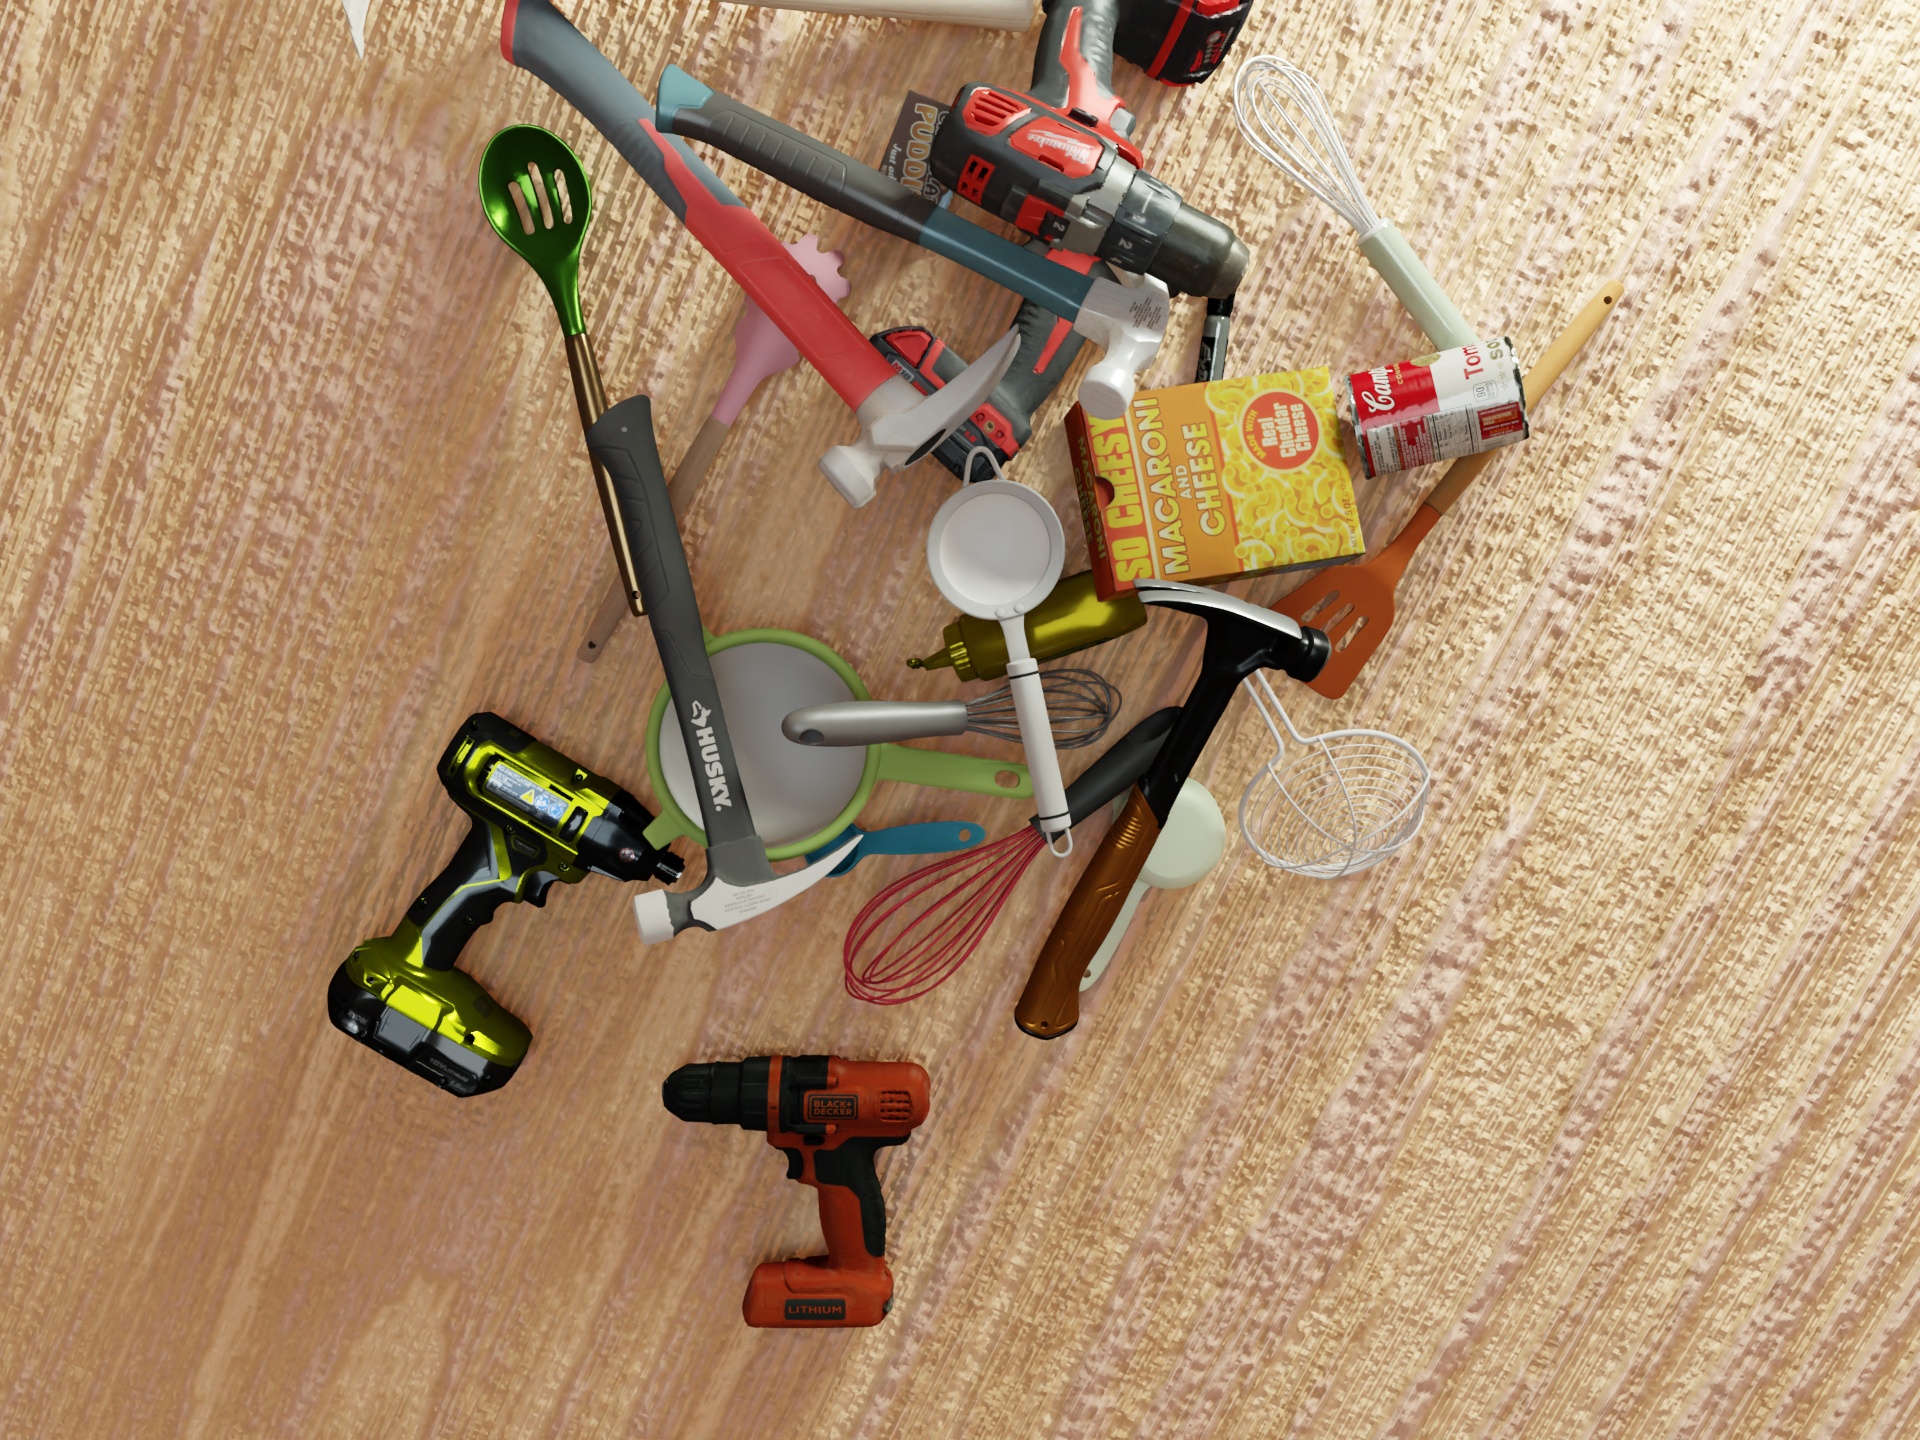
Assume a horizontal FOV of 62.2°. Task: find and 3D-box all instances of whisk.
[{"bbox_3d":[0.037,0.087,1.065,0.296,0.073,0.073,-39,97,0],"label":"whisk"},{"bbox_3d":[-0.001,-0.003,1.011,0.239,0.055,0.055,-4,101,-28],"label":"whisk"},{"bbox_3d":[0.256,-0.316,1.005,0.059,0.058,0.246,-46,102,-18],"label":"whisk"}]

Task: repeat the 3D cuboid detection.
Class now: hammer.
[{"bbox_3d":[0.105,0.069,1.021,0.127,0.034,0.336,18,115,-14],"label":"hammer"},{"bbox_3d":[-0.031,-0.292,0.920,0.331,0.033,0.128,27,58,2],"label":"hammer"},{"bbox_3d":[-0.166,-0.040,0.991,0.146,0.035,0.335,-14,87,-9],"label":"hammer"},{"bbox_3d":[-0.160,-0.446,0.961,0.410,0.038,0.146,4,65,-4],"label":"hammer"},{"bbox_3d":[-0.135,-0.313,0.960,0.143,0.038,0.386,-41,82,-1],"label":"hammer"}]

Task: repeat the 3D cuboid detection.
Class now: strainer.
[{"bbox_3d":[-0.079,0.025,1.052,0.256,0.069,0.151,9,84,-10],"label":"strainer"},{"bbox_3d":[0.035,-0.040,0.989,0.087,0.050,0.258,-13,93,-6],"label":"strainer"}]

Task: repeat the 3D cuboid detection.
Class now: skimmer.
[{"bbox_3d":[0.181,-0.056,1.054,0.127,0.090,0.363,-31,88,19],"label":"skimmer"}]

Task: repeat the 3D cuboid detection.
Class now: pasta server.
[{"bbox_3d":[-0.169,-0.173,1.039,0.060,0.040,0.316,31,102,-5],"label":"pasta server"}]

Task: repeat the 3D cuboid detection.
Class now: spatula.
[{"bbox_3d":[0.321,-0.157,1.043,0.081,0.041,0.322,39,93,-4],"label":"spatula"}]

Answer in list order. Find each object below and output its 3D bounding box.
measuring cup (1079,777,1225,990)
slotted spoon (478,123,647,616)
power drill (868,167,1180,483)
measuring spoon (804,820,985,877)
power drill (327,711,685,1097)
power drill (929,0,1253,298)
[{"bbox_3d":[0.120,0.116,1.078,0.083,0.038,0.167,28,96,-4],"label":"measuring cup"},{"bbox_3d":[-0.242,-0.220,1.019,0.070,0.031,0.313,-13,96,3],"label":"slotted spoon"},{"bbox_3d":[0.038,-0.267,0.999,0.143,0.078,0.219,43,94,-7],"label":"power drill"},{"bbox_3d":[-0.043,0.082,1.069,0.128,0.021,0.042,-6,78,16],"label":"measuring spoon"},{"bbox_3d":[-0.304,0.129,1.064,0.171,0.080,0.223,32,95,-5],"label":"power drill"},{"bbox_3d":[0.103,-0.355,0.923,0.188,0.080,0.227,26,64,-4],"label":"power drill"}]
